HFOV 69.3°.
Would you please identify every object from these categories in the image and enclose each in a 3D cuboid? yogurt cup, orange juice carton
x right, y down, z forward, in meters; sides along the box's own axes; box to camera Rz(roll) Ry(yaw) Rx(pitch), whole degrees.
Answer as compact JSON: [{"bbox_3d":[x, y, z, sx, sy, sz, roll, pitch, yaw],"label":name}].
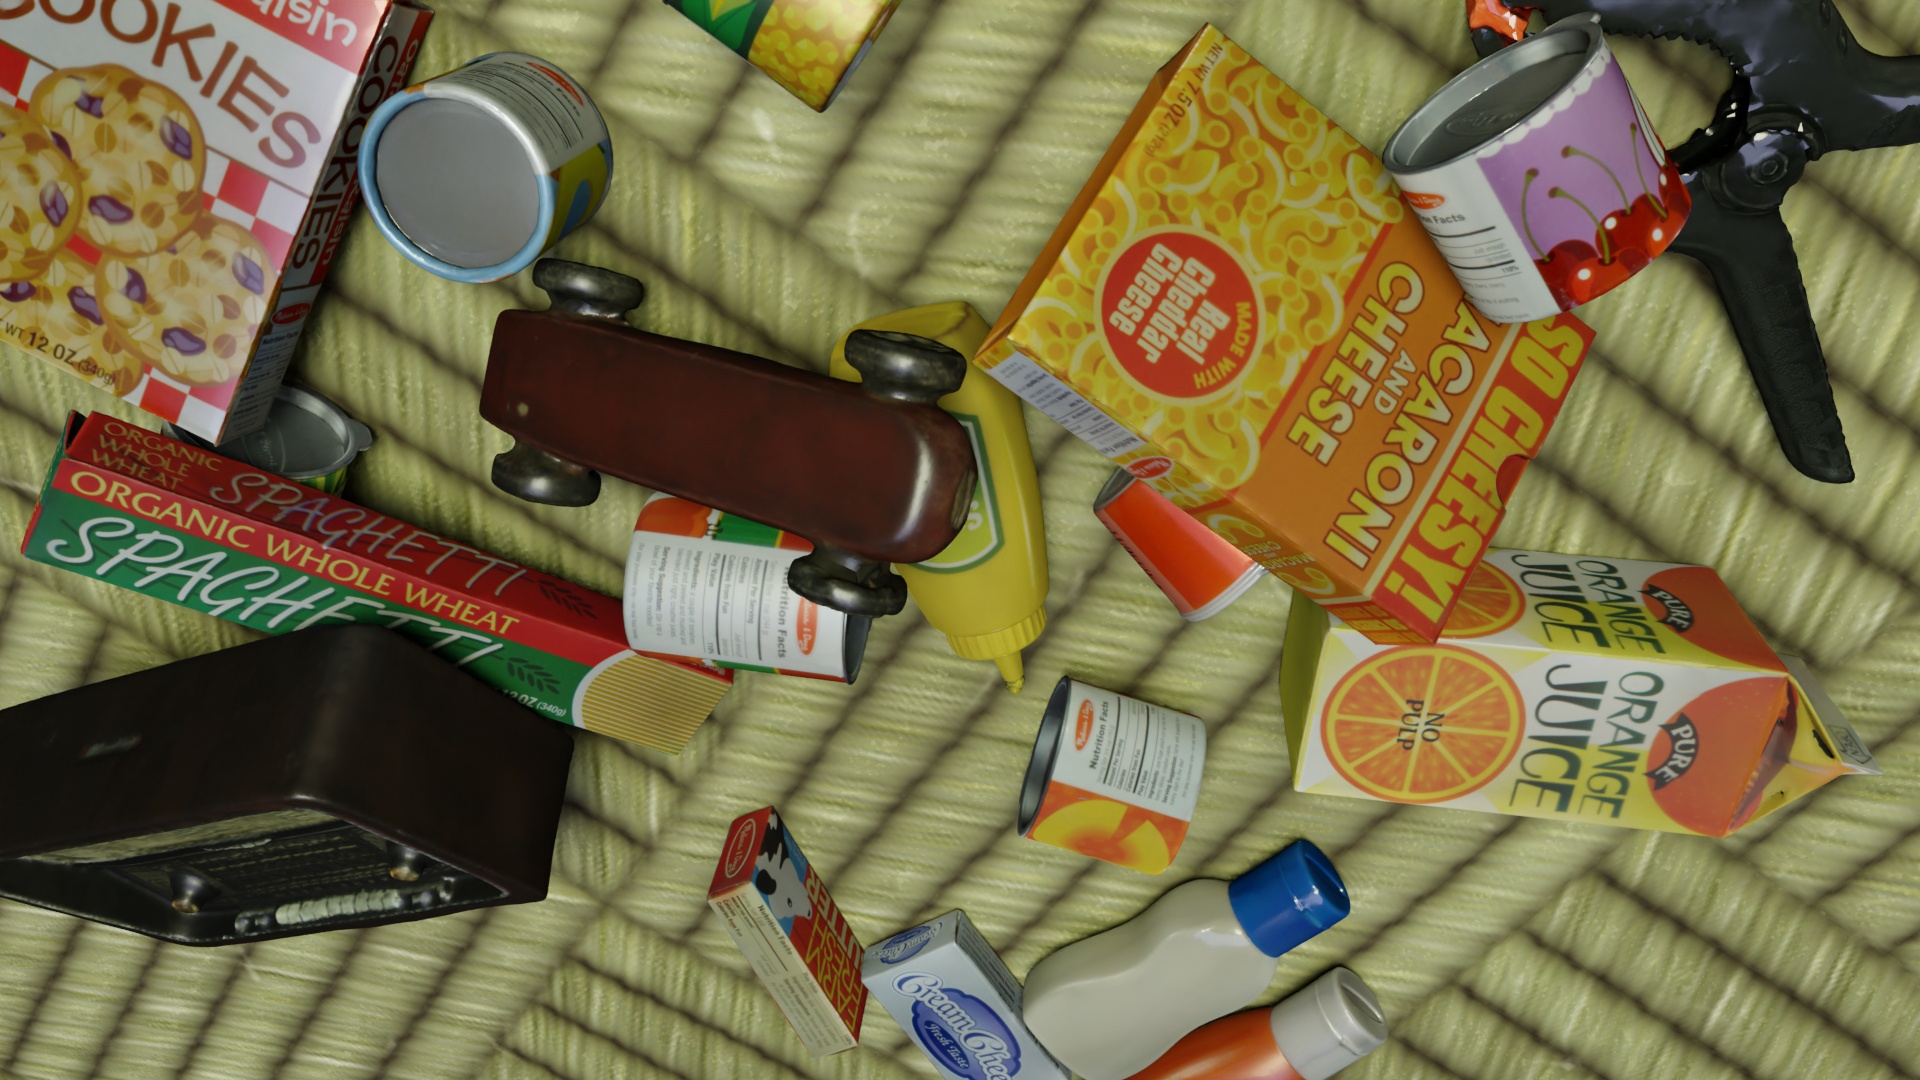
[{"bbox_3d":[0.085,-0.013,0.495,0.054,0.073,0.072,41,115,-5],"label":"yogurt cup"},{"bbox_3d":[0.220,0.052,0.506,0.193,0.072,0.072,5,119,5],"label":"orange juice carton"}]

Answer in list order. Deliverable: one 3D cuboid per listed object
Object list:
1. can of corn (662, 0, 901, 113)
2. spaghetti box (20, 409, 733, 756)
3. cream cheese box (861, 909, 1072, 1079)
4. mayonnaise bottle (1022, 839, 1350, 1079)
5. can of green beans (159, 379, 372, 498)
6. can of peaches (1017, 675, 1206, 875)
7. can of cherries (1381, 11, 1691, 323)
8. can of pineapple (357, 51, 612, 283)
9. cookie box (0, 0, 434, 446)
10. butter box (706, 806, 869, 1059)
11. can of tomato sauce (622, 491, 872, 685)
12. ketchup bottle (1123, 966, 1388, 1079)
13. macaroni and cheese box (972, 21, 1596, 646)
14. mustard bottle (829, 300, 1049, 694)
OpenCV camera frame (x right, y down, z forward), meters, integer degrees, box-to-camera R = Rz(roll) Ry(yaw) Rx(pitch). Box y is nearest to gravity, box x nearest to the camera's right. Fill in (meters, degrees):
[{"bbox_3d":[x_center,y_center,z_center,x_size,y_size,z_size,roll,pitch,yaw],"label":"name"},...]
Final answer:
[{"bbox_3d":[-0.047,-0.176,0.423,0.058,0.071,0.071,34,117,-12],"label":"can of corn"},{"bbox_3d":[-0.206,0.023,0.523,0.250,0.029,0.050,24,120,-29],"label":"spaghetti box"},{"bbox_3d":[0.004,0.222,0.649,0.053,0.024,0.103,-29,111,19],"label":"cream cheese box"},{"bbox_3d":[0.099,0.183,0.607,0.147,0.041,0.064,-38,108,22],"label":"mayonnaise bottle"},{"bbox_3d":[-0.273,-0.023,0.533,0.071,0.071,0.057,27,118,-7],"label":"can of green beans"},{"bbox_3d":[0.059,0.094,0.553,0.058,0.071,0.071,17,118,-2],"label":"can of peaches"},{"bbox_3d":[0.169,-0.107,0.403,0.071,0.072,0.058,-33,111,21],"label":"can of cherries"},{"bbox_3d":[-0.160,-0.125,0.470,0.071,0.058,0.070,3,118,6],"label":"can of pineapple"},{"bbox_3d":[-0.272,-0.135,0.469,0.123,0.040,0.167,27,103,-8],"label":"cookie box"},{"bbox_3d":[-0.074,0.175,0.618,0.024,0.053,0.103,-21,114,14],"label":"butter box"},{"bbox_3d":[-0.078,0.017,0.530,0.083,0.071,0.070,6,118,4],"label":"can of tomato sauce"},{"bbox_3d":[0.125,0.248,0.635,0.064,0.044,0.148,42,115,-15],"label":"ketchup bottle"},{"bbox_3d":[0.107,-0.061,0.442,0.166,0.040,0.124,34,77,-10],"label":"macaroni and cheese box"},{"bbox_3d":[0.002,-0.006,0.516,0.065,0.049,0.159,-11,115,19],"label":"mustard bottle"}]
